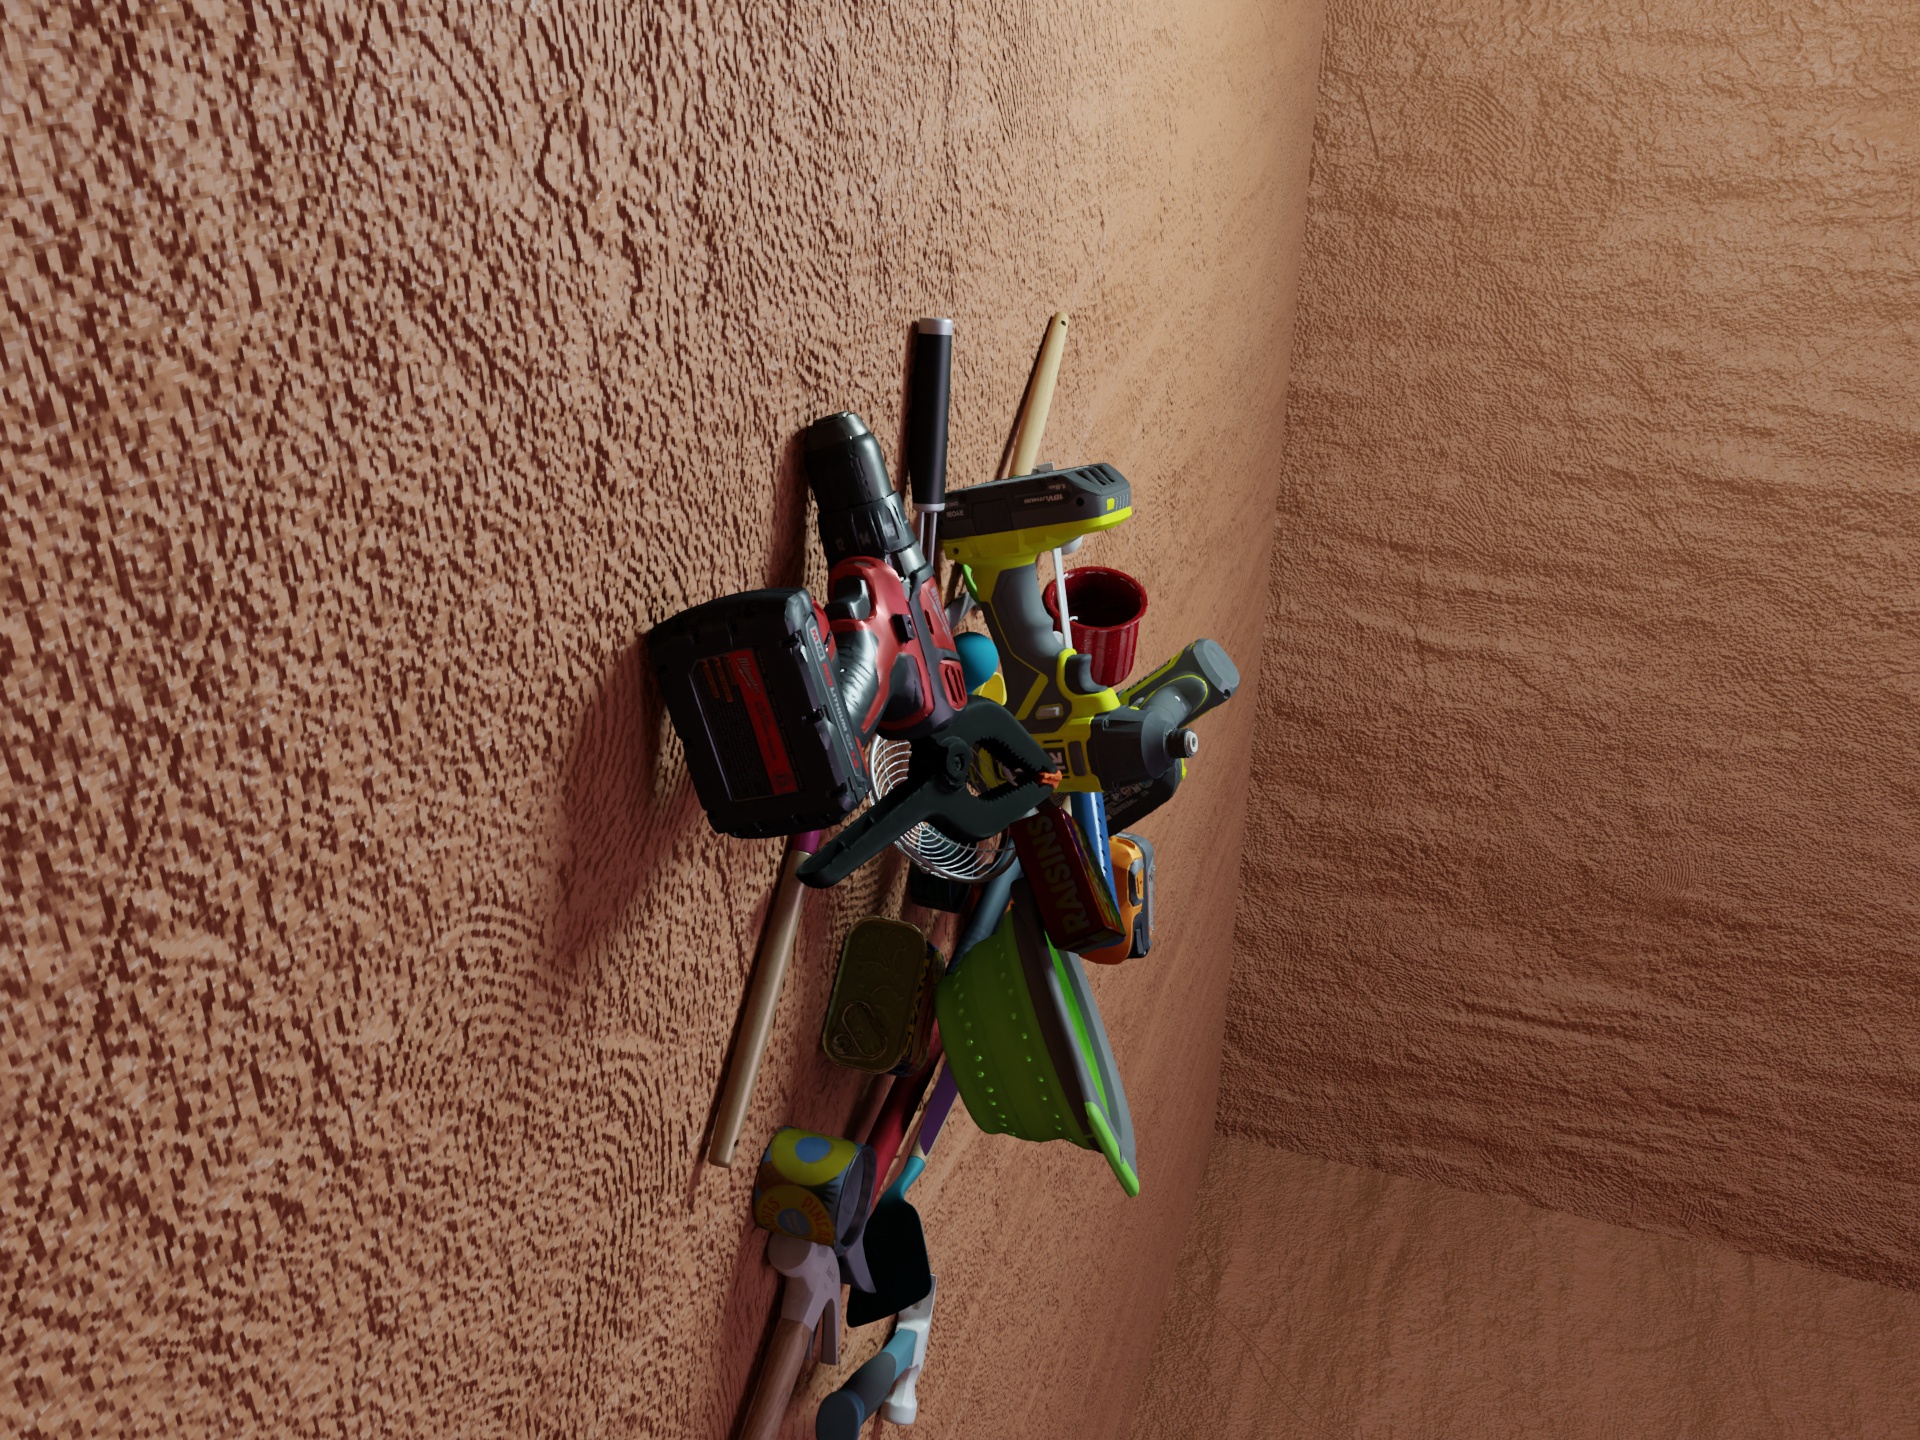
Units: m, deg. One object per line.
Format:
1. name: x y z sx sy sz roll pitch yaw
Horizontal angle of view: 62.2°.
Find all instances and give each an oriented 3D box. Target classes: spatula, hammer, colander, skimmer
1. spatula: 0.032 0.186 1.227 0.059 0.018 0.316 80 31 -53
2. hammer: 0.088 -0.021 1.265 0.144 0.035 0.406 58 24 -61
3. hammer: -0.015 0.240 1.216 0.143 0.038 0.386 82 28 -48
4. spatula: -0.024 0.350 1.280 0.044 0.082 0.318 53 26 -10
5. colander: 0.030 0.162 1.142 0.398 0.094 0.204 -102 170 -48
6. hammer: -0.060 0.494 1.197 0.331 0.033 0.128 59 41 -76
7. skimmer: -0.004 -0.077 1.045 0.127 0.090 0.363 -10 108 -44
8. hammer: -0.140 0.494 0.994 0.129 0.031 0.331 73 31 -55

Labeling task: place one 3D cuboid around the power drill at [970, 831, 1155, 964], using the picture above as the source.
1. power drill: 0.088 0.192 1.422 0.226 0.084 0.164 -15 107 -53

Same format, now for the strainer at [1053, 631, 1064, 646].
1. strainer: 0.058 -0.070 1.348 0.258 0.050 0.087 63 35 -54

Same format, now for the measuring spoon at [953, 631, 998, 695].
1. measuring spoon: -0.002 -0.004 1.182 0.021 0.042 0.128 -171 -83 -74

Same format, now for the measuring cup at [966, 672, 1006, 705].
1. measuring cup: 0.030 -0.035 1.268 0.156 0.029 0.062 -51 146 -52

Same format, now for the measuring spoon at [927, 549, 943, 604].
1. measuring spoon: -0.021 -0.067 1.142 0.021 0.011 0.116 -46 139 -59

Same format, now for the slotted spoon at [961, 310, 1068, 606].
1. slotted spoon: 0.052 -0.207 1.258 0.070 0.031 0.314 29 57 -25

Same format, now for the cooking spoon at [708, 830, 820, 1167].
1. cooking spoon: -0.100 0.104 0.945 0.068 0.017 0.319 57 44 -65

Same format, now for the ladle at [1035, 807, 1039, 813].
1. ladle: 0.079 0.149 1.506 0.078 0.062 0.320 -59 152 -71

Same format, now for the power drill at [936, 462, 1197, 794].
1. power drill: 0.070 -0.060 1.108 0.080 0.171 0.223 -28 110 -57

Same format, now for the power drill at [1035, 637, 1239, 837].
1. power drill: 0.144 0.025 1.421 0.080 0.190 0.228 52 29 -5

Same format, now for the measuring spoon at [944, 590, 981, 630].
1. measuring spoon: 0.008 -0.086 1.206 0.124 0.018 0.034 -47 143 -61

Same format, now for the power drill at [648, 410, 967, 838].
1. power drill: -0.071 -0.055 0.829 0.227 0.080 0.187 -47 123 -63
